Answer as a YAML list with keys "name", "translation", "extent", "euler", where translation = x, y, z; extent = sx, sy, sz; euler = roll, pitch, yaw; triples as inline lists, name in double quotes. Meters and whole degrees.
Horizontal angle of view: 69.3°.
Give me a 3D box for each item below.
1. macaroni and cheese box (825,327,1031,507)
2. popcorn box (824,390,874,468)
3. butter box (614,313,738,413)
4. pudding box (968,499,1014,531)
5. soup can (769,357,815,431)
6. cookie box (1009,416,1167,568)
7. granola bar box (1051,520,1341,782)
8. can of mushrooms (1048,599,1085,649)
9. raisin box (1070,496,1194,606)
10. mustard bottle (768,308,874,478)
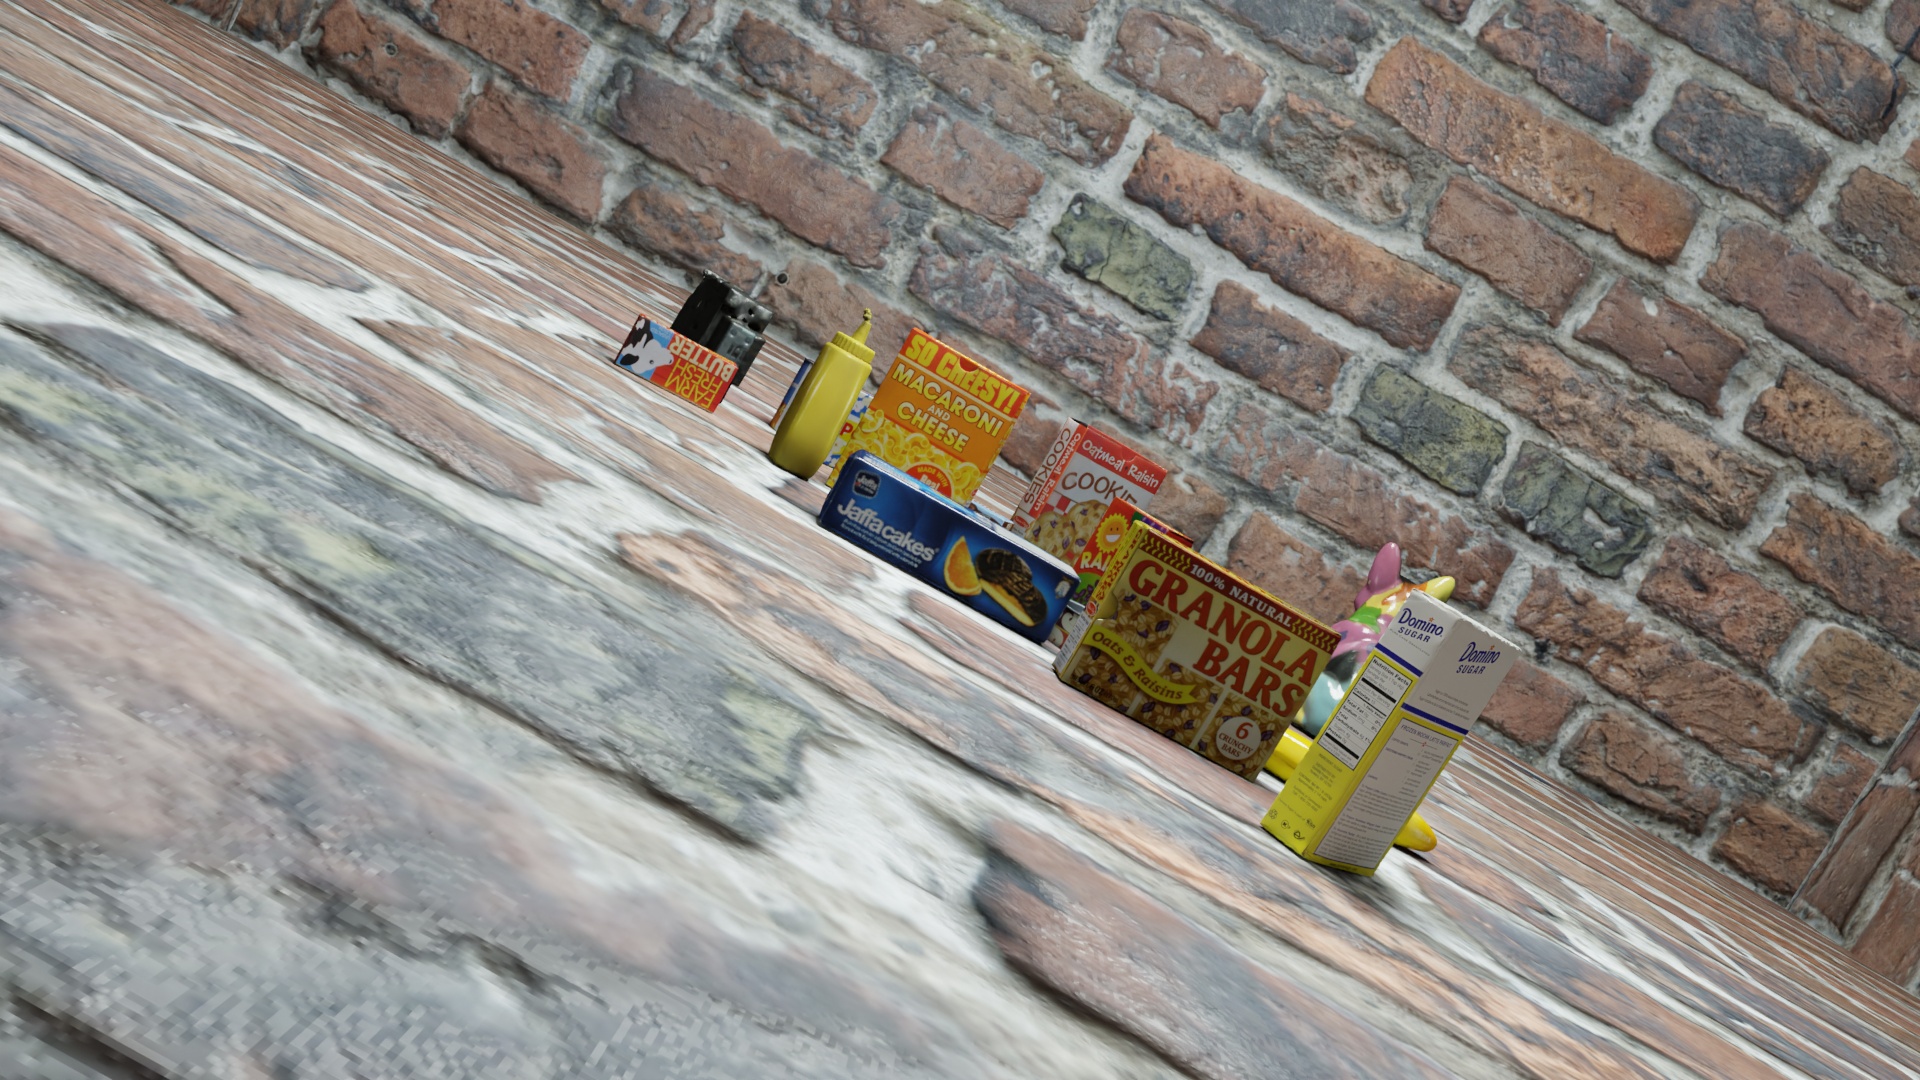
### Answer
- name: "macaroni and cheese box"
  translation: [-0.029, -0.093, 1.278]
  extent: [0.124, 0.166, 0.040]
  euler: [30, 6, 6]
- name: "popcorn box"
  translation: [-0.111, -0.113, 1.436]
  extent: [0.126, 0.085, 0.038]
  euler: [26, 7, -29]
- name: "butter box"
  translation: [-0.268, -0.166, 1.310]
  extent: [0.103, 0.053, 0.024]
  euler: [27, 6, -20]
- name: "pudding box"
  translation: [0.005, -0.017, 1.358]
  extent: [0.084, 0.049, 0.030]
  euler: [32, 6, 23]
- name: "soup can"
  translation: [-0.156, -0.144, 1.489]
  extent: [0.071, 0.083, 0.071]
  euler: [29, 6, -3]
- name: "cookie box"
  translation: [0.121, -0.026, 1.410]
  extent: [0.123, 0.167, 0.040]
  euler: [25, 7, -37]
- name: "granola bar box"
  translation: [0.168, 0.079, 0.988]
  extent: [0.165, 0.124, 0.039]
  euler: [28, 6, -9]
- name: "can of mushrooms"
  translation: [0.102, 0.076, 1.129]
  extent: [0.071, 0.033, 0.071]
  euler: [29, 6, -3]
- name: "raisin box"
  translation: [0.143, 0.033, 1.244]
  extent: [0.040, 0.123, 0.086]
  euler: [26, 7, -35]
- name: "mustard bottle"
  translation: [-0.116, -0.134, 1.239]
  extent: [0.049, 0.160, 0.065]
  euler: [28, 6, -19]
